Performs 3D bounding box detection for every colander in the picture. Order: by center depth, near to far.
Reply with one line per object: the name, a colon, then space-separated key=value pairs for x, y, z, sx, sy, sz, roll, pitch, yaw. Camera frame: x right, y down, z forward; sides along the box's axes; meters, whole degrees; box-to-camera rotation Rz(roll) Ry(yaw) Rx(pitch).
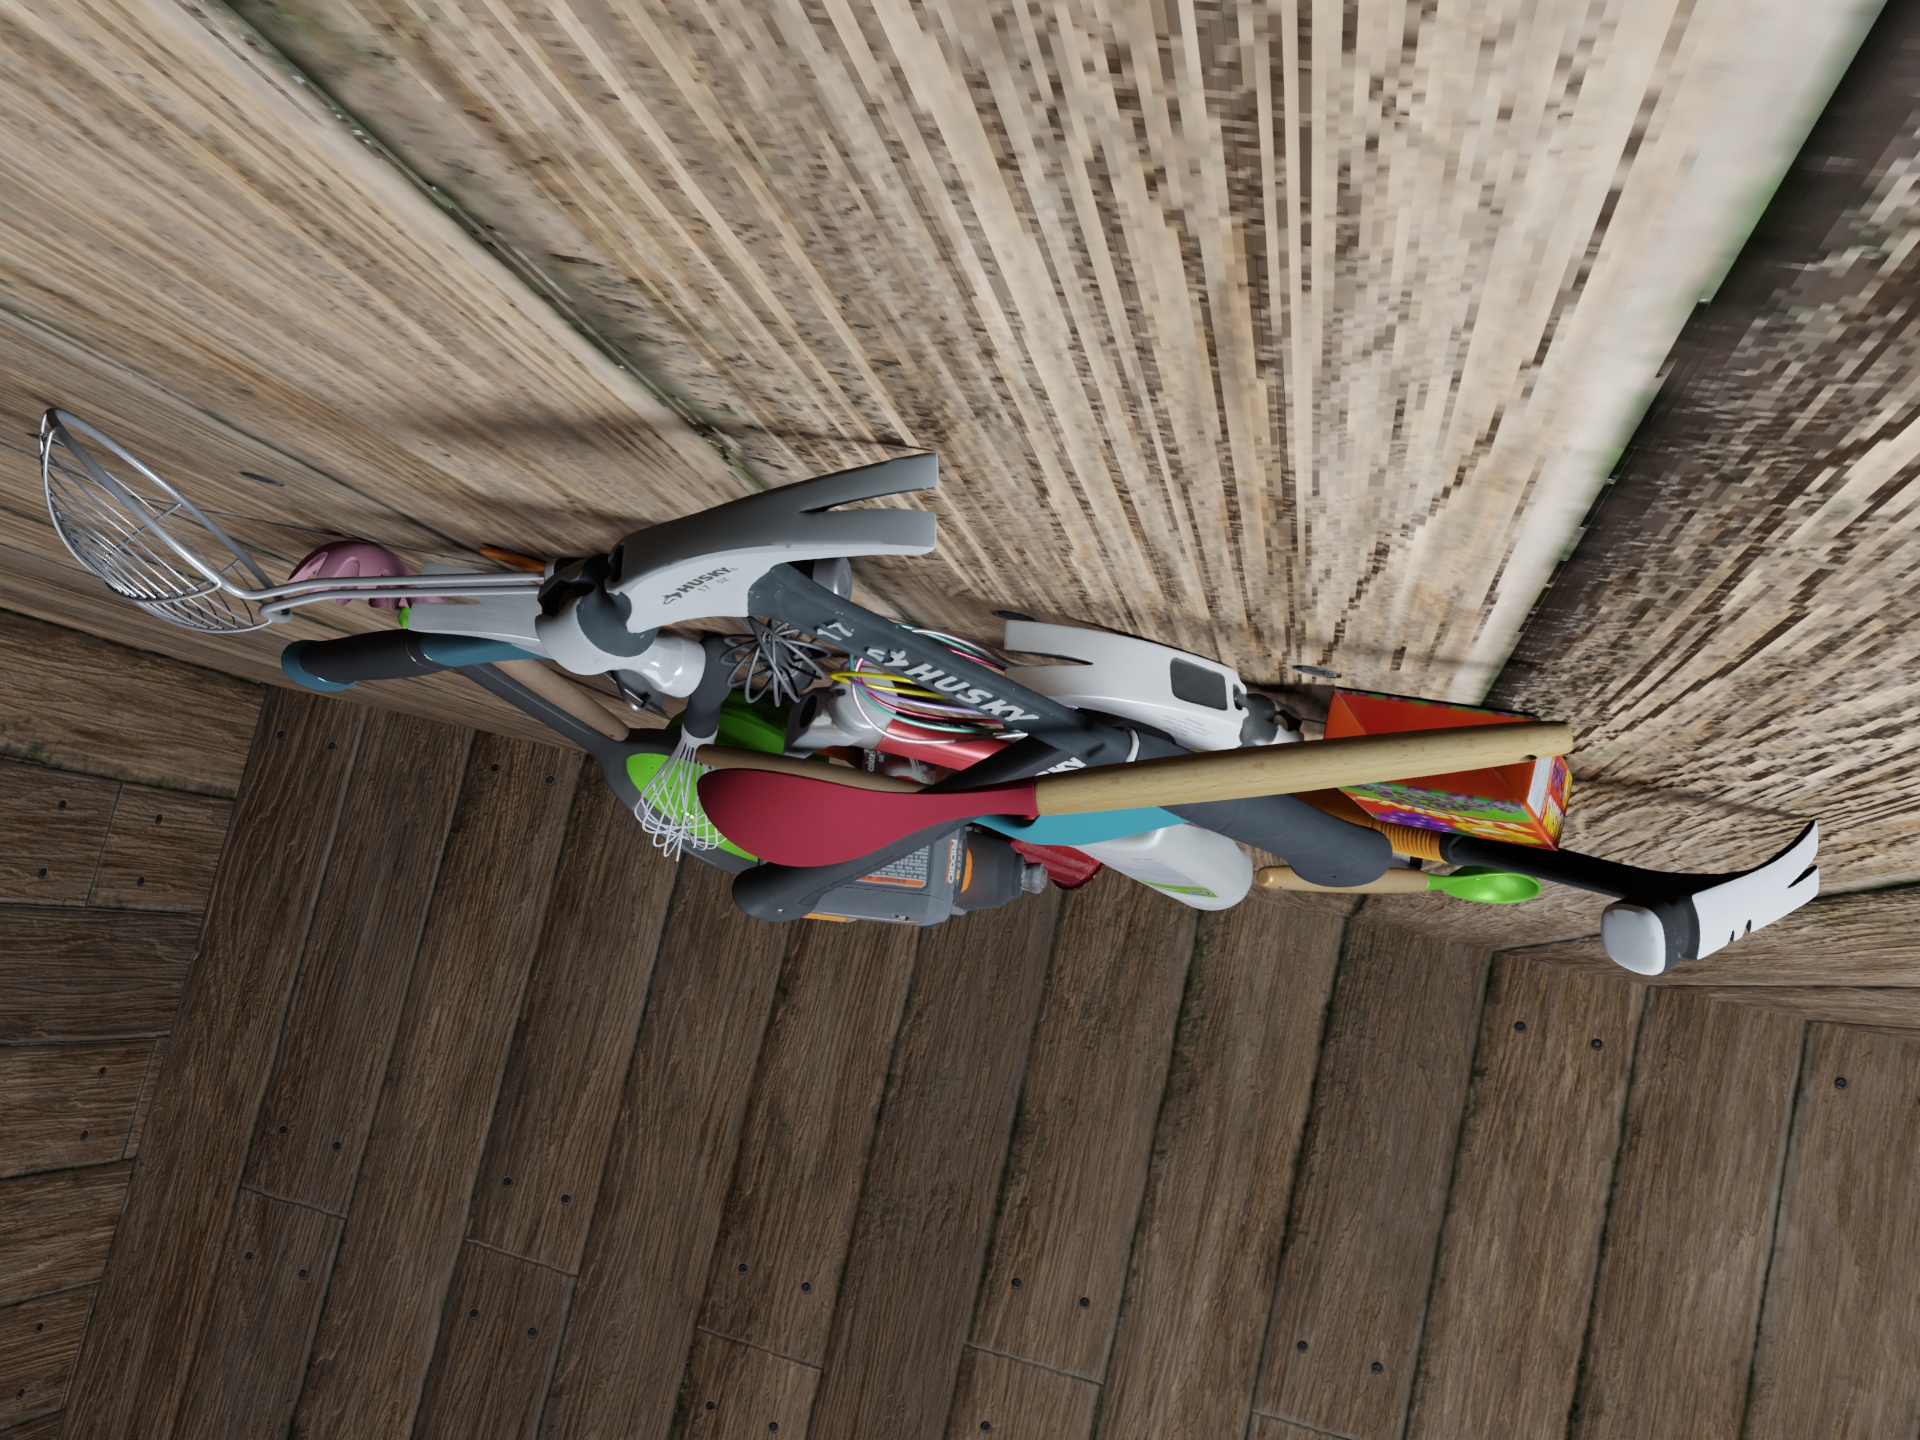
colander: x=-0.235 y=-0.001 z=1.223 sx=0.397 sy=0.094 sz=0.204 roll=33 pitch=152 yaw=-16

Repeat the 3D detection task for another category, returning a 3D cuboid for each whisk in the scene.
whisk: x=0.053 y=-0.005 z=0.771 sx=0.244 sy=0.051 sz=0.047 roll=10 pitch=146 yaw=-22
whisk: x=-0.090 y=-0.031 z=0.820 sx=0.055 sy=0.055 sz=0.239 roll=13 pitch=178 yaw=-2
whisk: x=-0.175 y=0.020 z=1.045 sx=0.070 sy=0.070 sz=0.284 roll=14 pitch=150 yaw=-7

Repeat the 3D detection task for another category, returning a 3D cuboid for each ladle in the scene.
ladle: x=0.054 y=0.024 z=0.572 sx=0.315 sy=0.031 sz=0.069 roll=-7 pitch=153 yaw=12

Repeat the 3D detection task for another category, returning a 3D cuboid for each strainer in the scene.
strainer: x=-0.245 y=-0.044 z=1.029 sx=0.086 sy=0.050 sz=0.259 roll=40 pitch=166 yaw=-31

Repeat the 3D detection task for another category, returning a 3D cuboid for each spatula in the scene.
spatula: x=-0.021 y=0.033 z=0.884 sx=0.318 sy=0.044 sz=0.082 roll=9 pitch=165 yaw=31

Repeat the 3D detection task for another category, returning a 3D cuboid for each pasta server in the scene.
pasta server: x=-0.294 y=-0.038 z=0.991 sx=0.060 sy=0.040 sz=0.316 roll=6 pitch=162 yaw=22

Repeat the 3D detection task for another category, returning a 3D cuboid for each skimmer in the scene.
skimmer: x=-0.219 y=-0.084 z=0.667 sx=0.363 sy=0.090 sz=0.127 roll=1 pitch=160 yaw=13

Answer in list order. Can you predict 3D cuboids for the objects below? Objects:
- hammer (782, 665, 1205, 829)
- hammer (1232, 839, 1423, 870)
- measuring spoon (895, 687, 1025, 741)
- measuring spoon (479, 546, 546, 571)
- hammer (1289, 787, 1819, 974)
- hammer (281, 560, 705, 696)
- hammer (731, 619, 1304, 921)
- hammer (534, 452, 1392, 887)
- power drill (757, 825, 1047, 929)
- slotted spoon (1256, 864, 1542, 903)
hammer: x=0.083 y=0.043 z=0.989 sx=0.386 sy=0.038 sz=0.143 roll=14 pitch=163 yaw=-19
hammer: x=0.211 y=0.085 z=1.274 sx=0.331 sy=0.031 sz=0.130 roll=8 pitch=172 yaw=40
measuring spoon: x=-0.002 y=-0.003 z=0.976 sx=0.124 sy=0.018 sz=0.034 roll=12 pitch=174 yaw=-15
measuring spoon: x=-0.198 y=-0.069 z=0.834 sx=0.116 sy=0.011 sz=0.021 roll=18 pitch=172 yaw=-39
hammer: x=0.254 y=0.057 z=0.817 sx=0.127 sy=0.034 sz=0.337 roll=-16 pitch=-165 yaw=-28
hammer: x=-0.282 y=-0.038 z=0.857 sx=0.128 sy=0.033 sz=0.331 roll=22 pitch=164 yaw=-41
hammer: x=-0.011 y=0.040 z=0.764 sx=0.146 sy=0.035 sz=0.335 roll=19 pitch=148 yaw=-35
hammer: x=0.052 y=0.005 z=0.603 sx=0.149 sy=0.036 sz=0.408 roll=-17 pitch=152 yaw=39
power drill: x=-0.032 y=0.092 z=1.033 sx=0.164 sy=0.084 sz=0.226 roll=5 pitch=173 yaw=9
slotted spoon: x=0.309 y=0.111 z=1.115 sx=0.313 sy=0.031 sz=0.070 roll=6 pitch=162 yaw=-42
